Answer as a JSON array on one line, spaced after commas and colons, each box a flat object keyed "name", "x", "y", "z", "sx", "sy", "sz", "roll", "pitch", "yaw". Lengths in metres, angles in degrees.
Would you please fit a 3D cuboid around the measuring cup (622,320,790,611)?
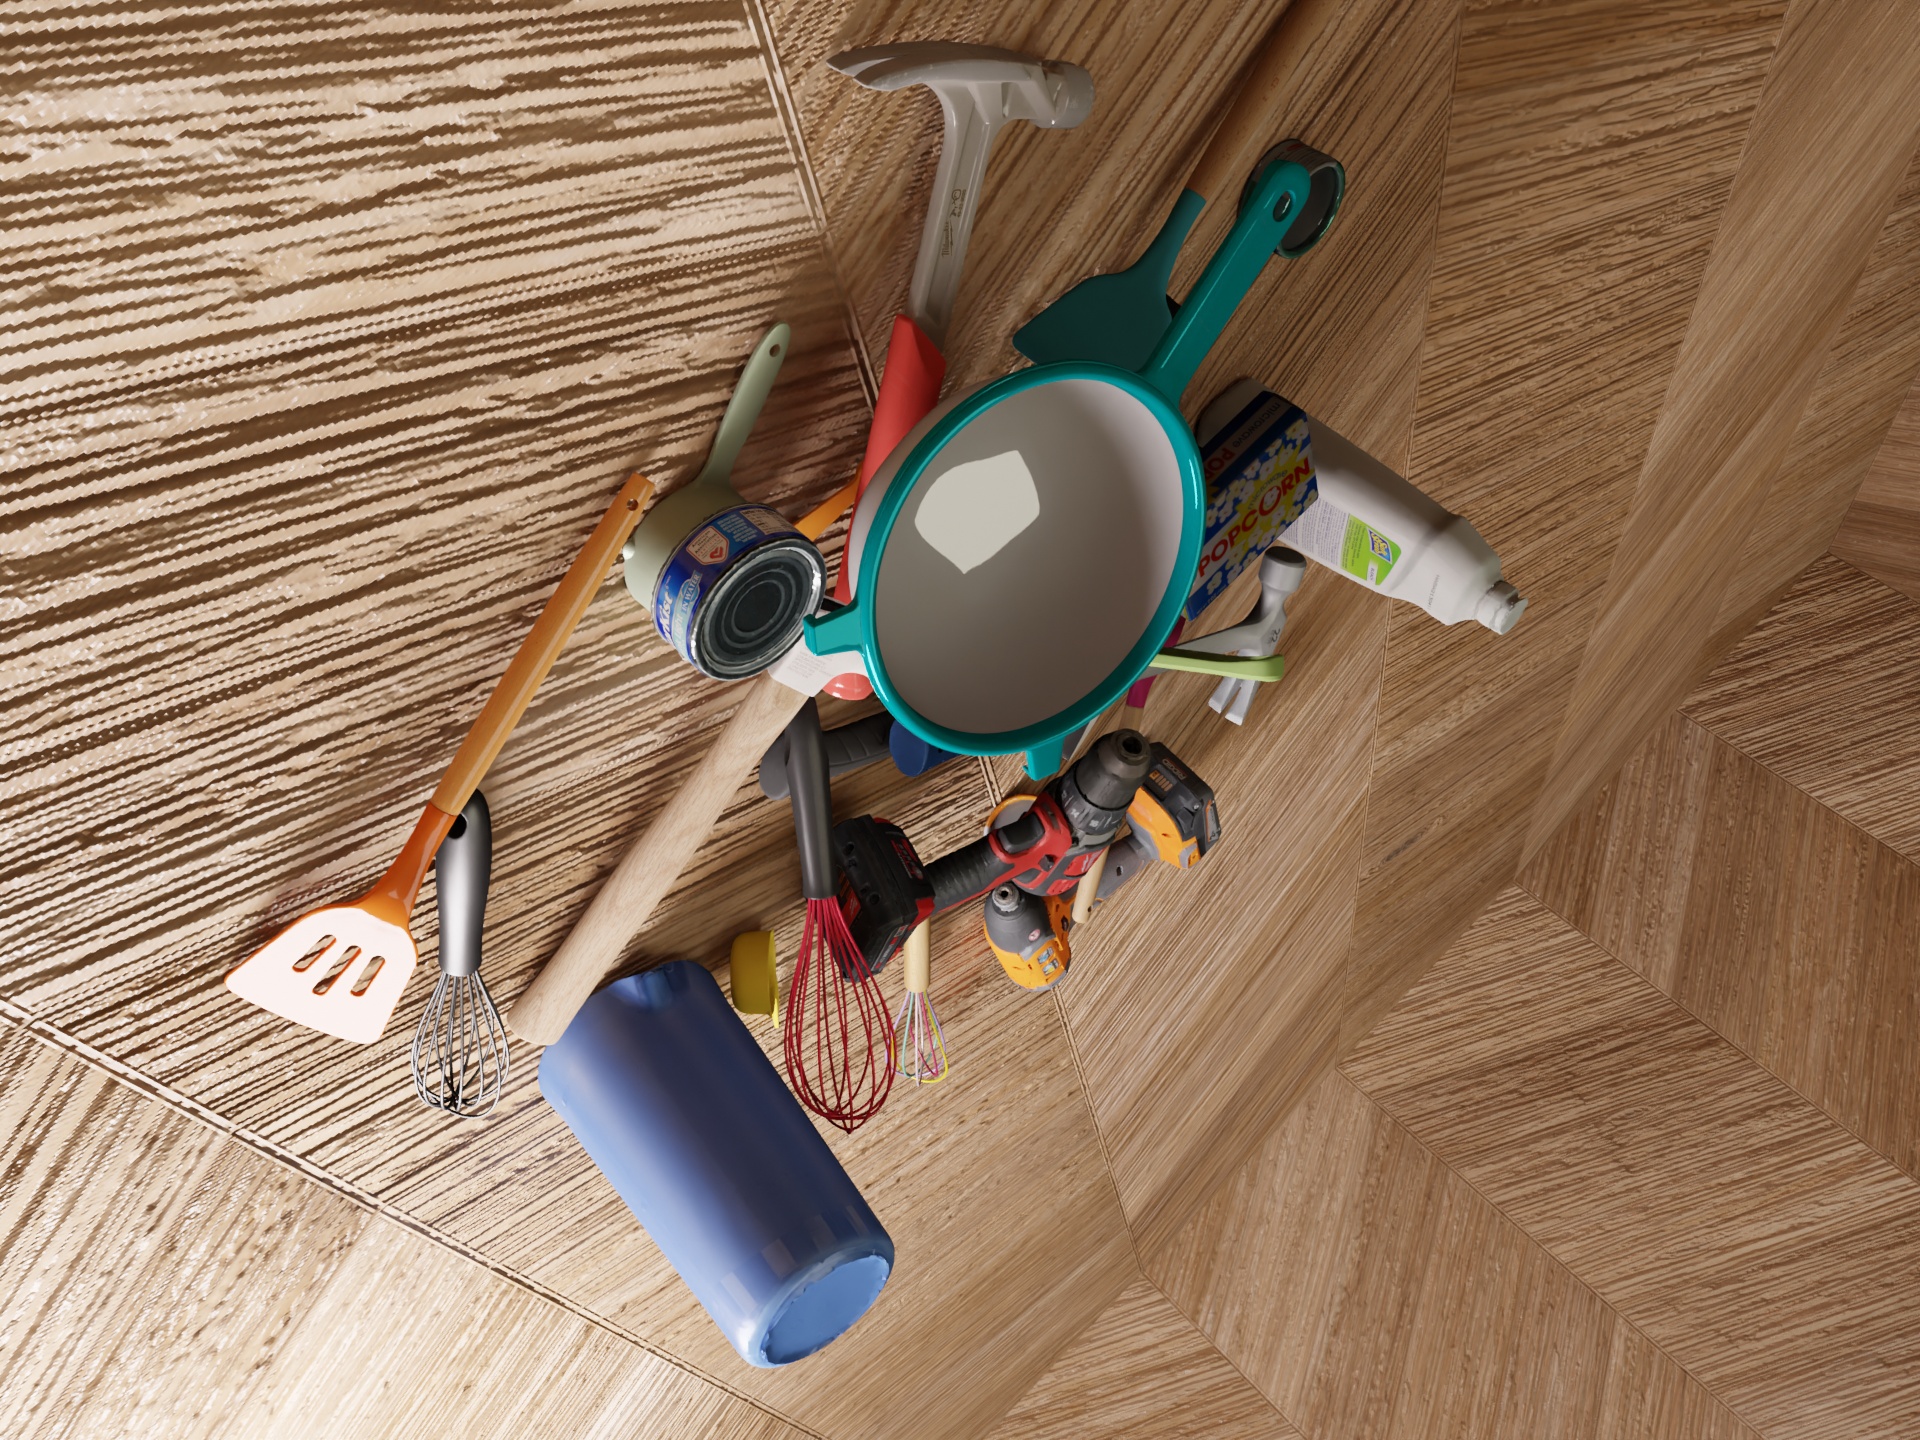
[{"name": "measuring cup", "x": -0.110, "y": -0.115, "z": 0.790, "sx": 0.083, "sy": 0.038, "sz": 0.167, "roll": -9, "pitch": 134, "yaw": -51}]

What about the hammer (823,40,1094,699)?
[{"name": "hammer", "x": -0.035, "y": -0.163, "z": 0.825, "sx": 0.149, "sy": 0.037, "sz": 0.358, "roll": -18, "pitch": 136, "yaw": -40}]

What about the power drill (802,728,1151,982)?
[{"name": "power drill", "x": 0.020, "y": 0.085, "z": 1.096, "sx": 0.226, "sy": 0.080, "sz": 0.187, "roll": -17, "pitch": 156, "yaw": -28}]

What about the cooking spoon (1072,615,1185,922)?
[{"name": "cooking spoon", "x": 0.129, "y": 0.012, "z": 1.237, "sx": 0.068, "sy": 0.017, "sz": 0.318, "roll": -7, "pitch": 115, "yaw": -49}]

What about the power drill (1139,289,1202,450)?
[{"name": "power drill", "x": 0.104, "y": -0.159, "z": 1.012, "sx": 0.143, "sy": 0.079, "sz": 0.219, "roll": -47, "pitch": 149, "yaw": -6}]

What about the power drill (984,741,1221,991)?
[{"name": "power drill", "x": 0.114, "y": 0.125, "z": 1.365, "sx": 0.226, "sy": 0.084, "sz": 0.164, "roll": -41, "pitch": 150, "yaw": -8}]

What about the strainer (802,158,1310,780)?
[{"name": "strainer", "x": 0.054, "y": -0.147, "z": 0.823, "sx": 0.210, "sy": 0.095, "sz": 0.340, "roll": 30, "pitch": 95, "yaw": -43}]

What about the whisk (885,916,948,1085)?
[{"name": "whisk", "x": -0.032, "y": 0.231, "z": 1.323, "sx": 0.051, "sy": 0.047, "sz": 0.244, "roll": -31, "pitch": 144, "yaw": -28}]

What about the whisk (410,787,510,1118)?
[{"name": "whisk", "x": -0.268, "y": 0.131, "z": 0.860, "sx": 0.055, "sy": 0.055, "sz": 0.238, "roll": -22, "pitch": 138, "yaw": -41}]

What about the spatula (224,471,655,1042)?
[{"name": "spatula", "x": -0.239, "y": 0.018, "z": 0.771, "sx": 0.081, "sy": 0.041, "sz": 0.322, "roll": 31, "pitch": 91, "yaw": -27}]

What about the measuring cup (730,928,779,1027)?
[{"name": "measuring cup", "x": -0.144, "y": 0.193, "z": 1.126, "sx": 0.029, "sy": 0.062, "sz": 0.156, "roll": 0, "pitch": 155, "yaw": -4}]

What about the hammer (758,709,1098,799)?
[{"name": "hammer", "x": -0.002, "y": -0.003, "z": 1.088, "sx": 0.334, "sy": 0.035, "sz": 0.146, "roll": -19, "pitch": 139, "yaw": -43}]

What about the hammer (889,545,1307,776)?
[{"name": "hammer", "x": 0.107, "y": -0.025, "z": 1.134, "sx": 0.405, "sy": 0.035, "sz": 0.144, "roll": -18, "pitch": 132, "yaw": -42}]

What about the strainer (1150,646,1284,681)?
[{"name": "strainer", "x": 0.076, "y": -0.069, "z": 0.935, "sx": 0.151, "sy": 0.256, "sz": 0.069, "roll": -14, "pitch": 109, "yaw": -47}]

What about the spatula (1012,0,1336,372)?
[{"name": "spatula", "x": 0.147, "y": -0.322, "z": 0.898, "sx": 0.317, "sy": 0.082, "sz": 0.044, "roll": -58, "pitch": 168, "yaw": 4}]

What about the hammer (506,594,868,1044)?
[{"name": "hammer", "x": -0.163, "y": 0.062, "z": 0.904, "sx": 0.130, "sy": 0.031, "sz": 0.331, "roll": 27, "pitch": 111, "yaw": -32}]

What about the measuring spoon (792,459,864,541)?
[{"name": "measuring spoon", "x": -0.087, "y": -0.106, "z": 0.870, "sx": 0.117, "sy": 0.011, "sz": 0.021, "roll": -41, "pitch": 148, "yaw": -9}]

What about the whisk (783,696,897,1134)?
[{"name": "whisk", "x": -0.083, "y": 0.122, "z": 0.974, "sx": 0.073, "sy": 0.073, "sz": 0.295, "roll": -22, "pitch": 115, "yaw": -41}]
